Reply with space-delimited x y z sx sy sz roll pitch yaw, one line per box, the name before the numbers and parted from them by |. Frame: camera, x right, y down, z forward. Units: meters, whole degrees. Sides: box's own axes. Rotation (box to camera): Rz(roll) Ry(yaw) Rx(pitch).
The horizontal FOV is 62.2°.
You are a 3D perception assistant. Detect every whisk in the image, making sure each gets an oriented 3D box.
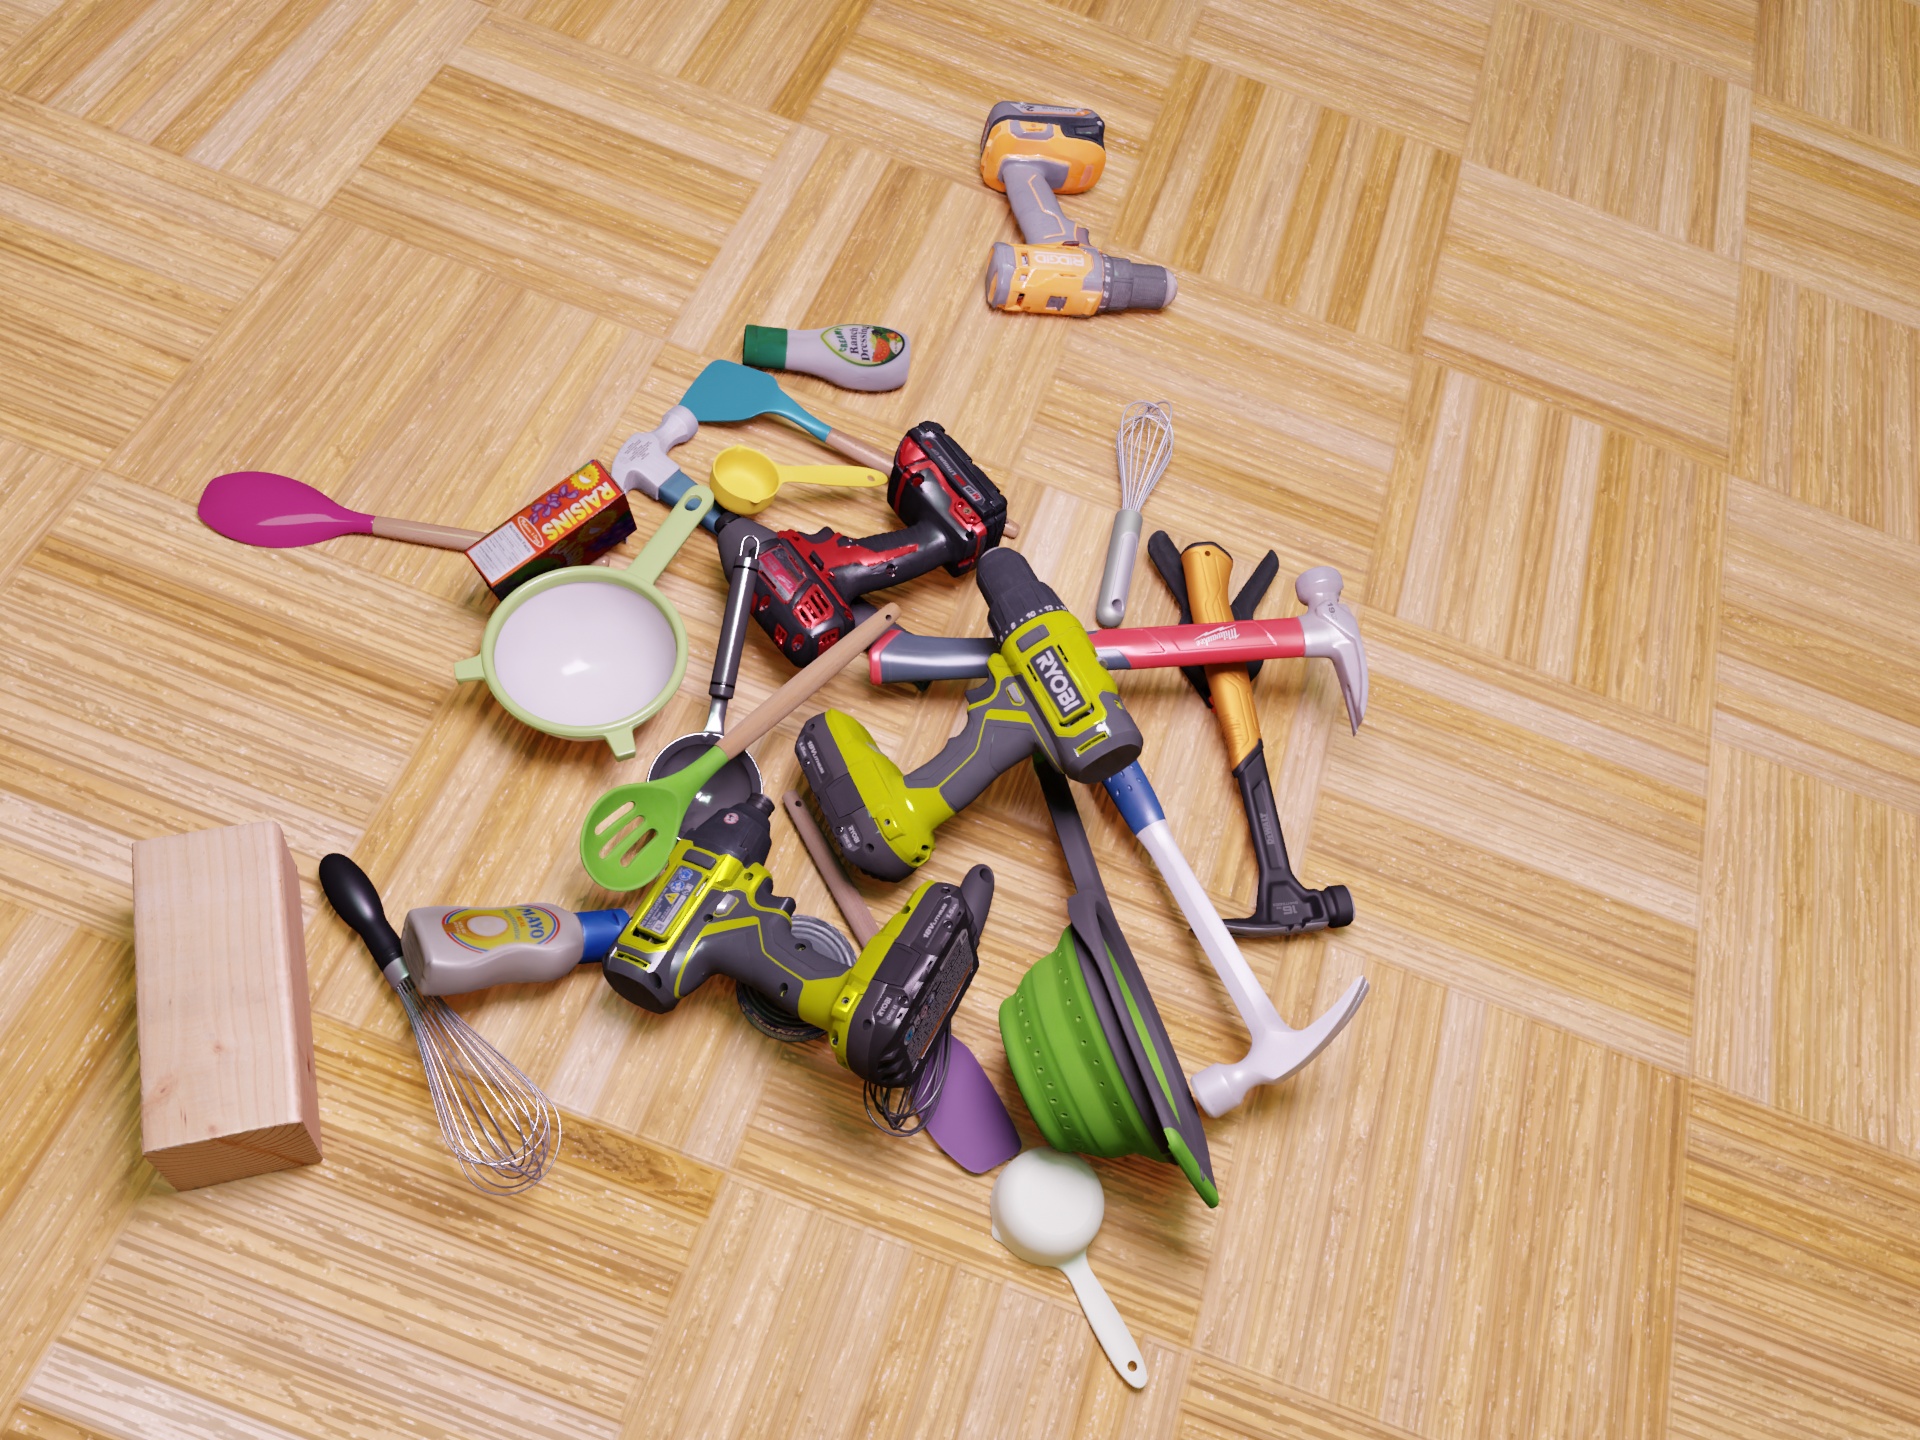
whisk | 0.151 -0.185 1.400 0.057 0.059 0.246 30 58 -27
whisk | -0.354 0.193 1.061 0.070 0.070 0.285 -30 65 -26
whisk | -0.015 0.189 1.125 0.055 0.055 0.239 21 45 1

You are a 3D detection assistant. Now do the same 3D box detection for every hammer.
hammer | 0.217 0.009 1.276 0.127 0.034 0.337 -4 68 -12
hammer | 0.156 0.088 1.208 0.144 0.035 0.406 -31 59 6
hammer | 0.122 -0.043 1.245 0.386 0.038 0.143 -4 60 -4
hammer | -0.150 -0.133 1.309 0.331 0.033 0.128 36 58 10

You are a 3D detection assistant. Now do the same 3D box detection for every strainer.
strainer | -0.179 -0.014 1.188 0.087 0.050 0.258 12 83 -13
strainer | -0.260 -0.078 1.231 0.151 0.069 0.256 25 57 6

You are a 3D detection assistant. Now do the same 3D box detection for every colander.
colander | 0.071 0.169 1.134 0.094 0.204 0.398 -24 45 8

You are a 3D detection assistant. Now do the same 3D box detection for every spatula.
spatula | -0.093 -0.232 1.388 0.317 0.044 0.082 27 57 -1
spatula | -0.054 0.181 1.151 0.060 0.018 0.316 -20 66 -27

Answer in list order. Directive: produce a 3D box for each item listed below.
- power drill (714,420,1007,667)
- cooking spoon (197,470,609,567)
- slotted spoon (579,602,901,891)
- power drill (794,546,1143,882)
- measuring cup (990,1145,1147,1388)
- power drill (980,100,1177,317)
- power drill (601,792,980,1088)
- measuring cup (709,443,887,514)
power drill | -0.083 -0.145 1.271 0.219 0.078 0.143 -32 71 -25
cooking spoon | -0.440 -0.152 1.266 0.319 0.017 0.069 9 61 -7
slotted spoon | -0.155 0.010 1.162 0.314 0.031 0.070 -42 111 -24
power drill | -0.002 -0.004 1.170 0.228 0.080 0.191 -33 66 10
measuring cup | 0.082 0.362 1.060 0.083 0.038 0.168 -21 64 -22
power drill | 0.111 -0.491 1.555 0.185 0.084 0.226 1 64 -12
power drill | -0.107 0.142 1.075 0.223 0.080 0.171 18 56 23
measuring cup | -0.135 -0.196 1.325 0.156 0.029 0.062 -3 59 -29
